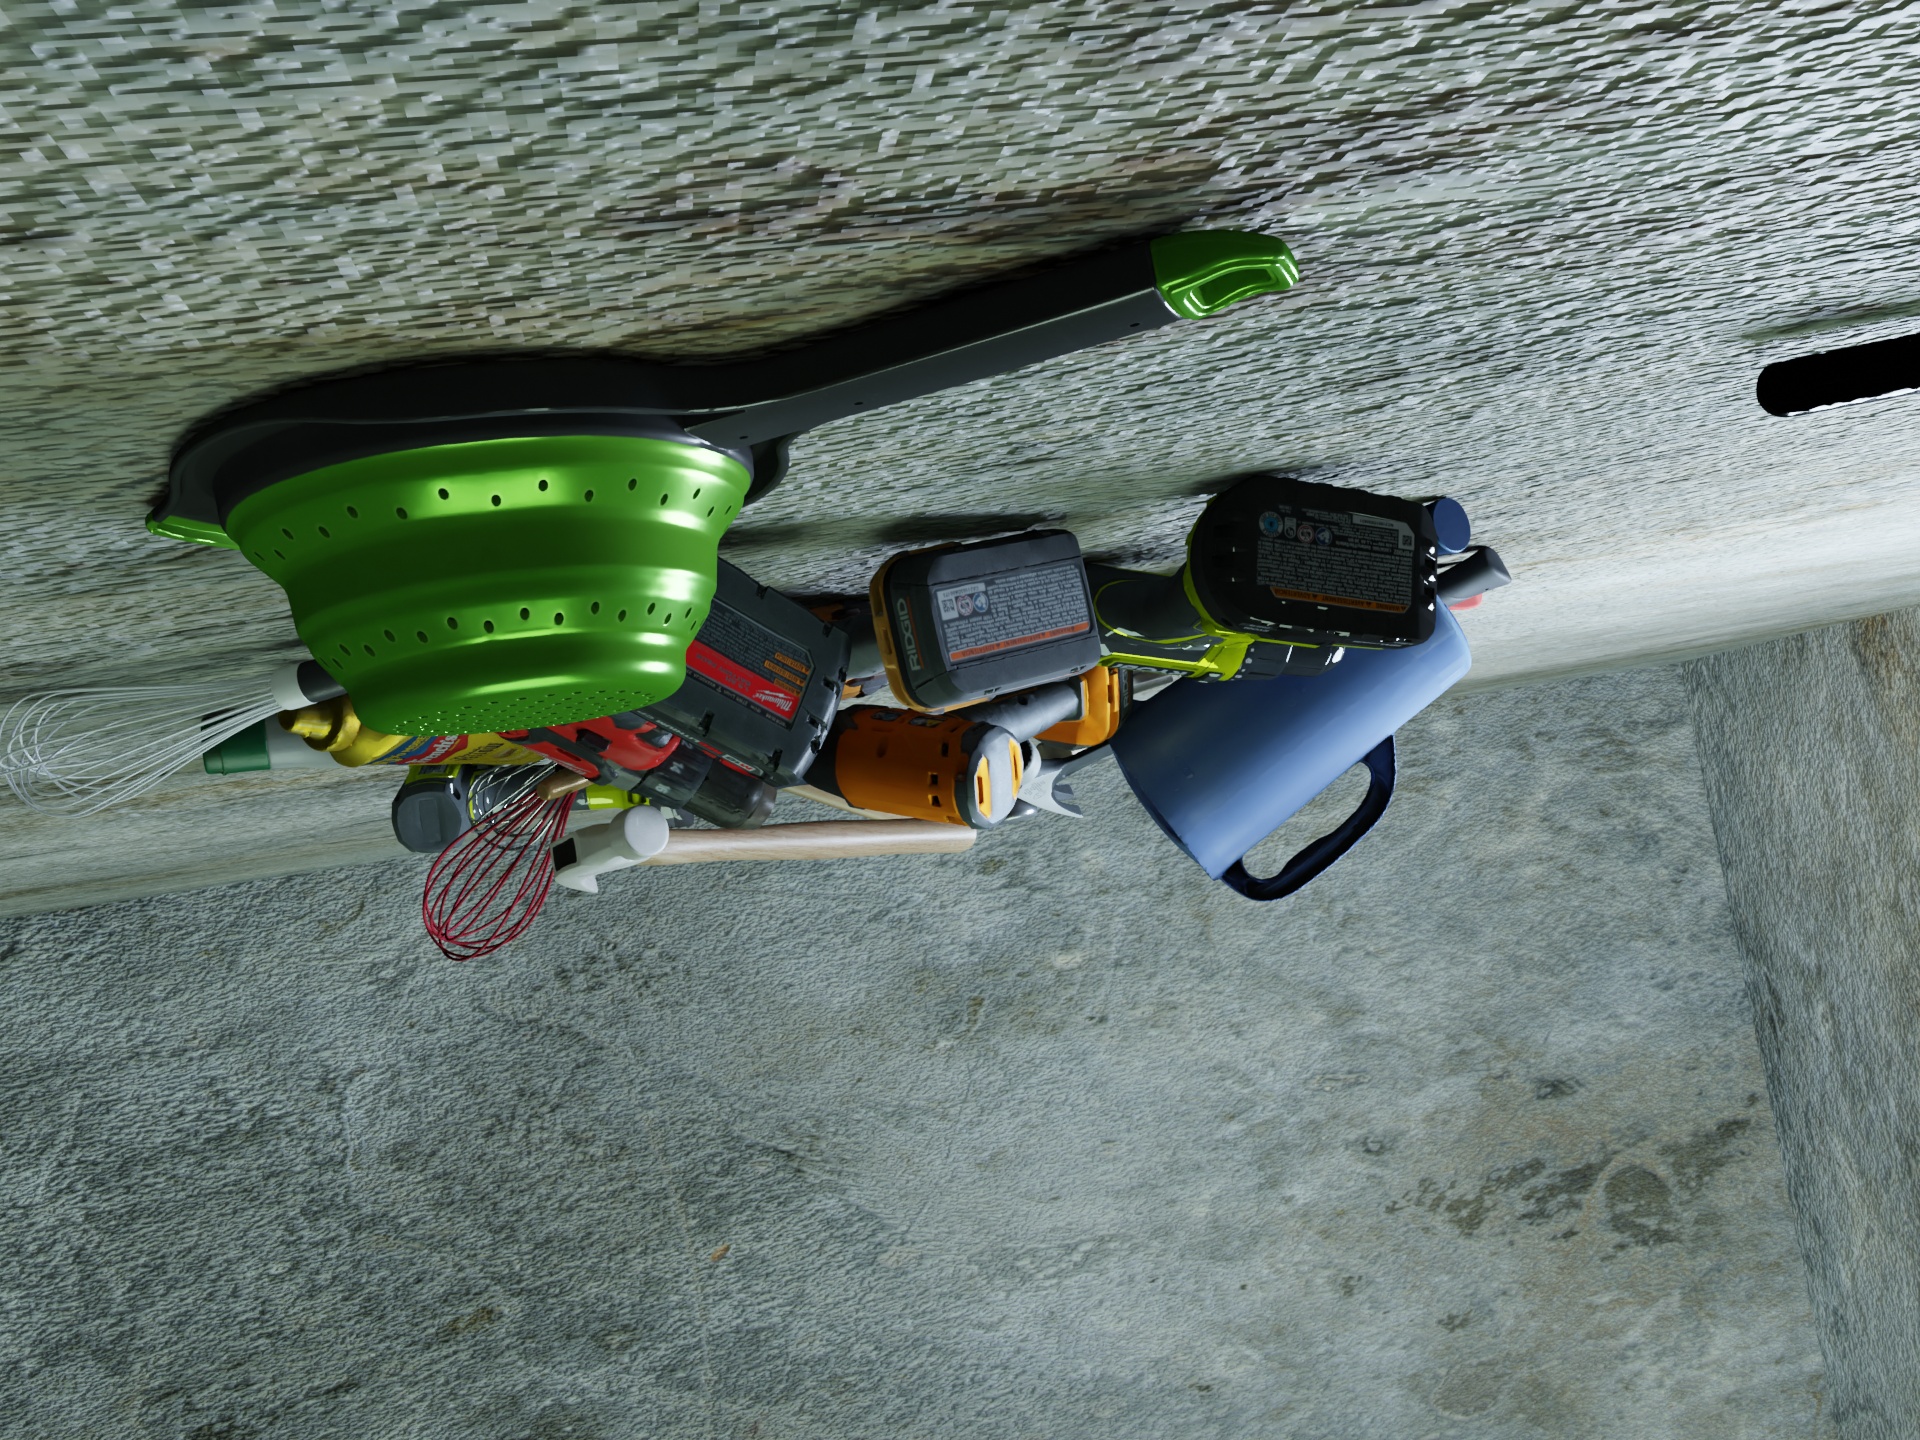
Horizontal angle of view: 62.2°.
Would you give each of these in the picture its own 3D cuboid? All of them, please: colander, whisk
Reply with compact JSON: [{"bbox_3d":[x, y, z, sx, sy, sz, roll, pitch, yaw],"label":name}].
[{"bbox_3d":[-0.082,-0.062,0.519,0.397,0.094,0.204,-11,175,22],"label":"colander"},{"bbox_3d":[-0.377,-0.011,0.831,0.284,0.070,0.070,-15,174,8],"label":"whisk"},{"bbox_3d":[-0.240,0.014,1.041,0.246,0.059,0.058,-34,-174,25],"label":"whisk"},{"bbox_3d":[-0.254,0.049,0.999,0.295,0.073,0.073,-49,157,23],"label":"whisk"}]

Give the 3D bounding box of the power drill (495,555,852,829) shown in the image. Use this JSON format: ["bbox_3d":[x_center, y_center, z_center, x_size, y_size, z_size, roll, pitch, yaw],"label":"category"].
[{"bbox_3d":[-0.143,-0.002,0.819,0.187,0.080,0.227,30,156,-25],"label":"power drill"}]

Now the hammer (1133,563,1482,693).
[{"bbox_3d":[0.277,-0.071,1.369,0.359,0.037,0.149,-16,-178,40],"label":"hammer"}]

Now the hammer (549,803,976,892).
[{"bbox_3d":[-0.117,0.080,1.045,0.331,0.031,0.130,1,164,-45],"label":"hammer"}]

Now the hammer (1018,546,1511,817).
[{"bbox_3d":[0.226,-0.030,1.217,0.409,0.036,0.149,-25,155,8],"label":"hammer"}]

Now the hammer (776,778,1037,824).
[{"bbox_3d":[-0.061,0.011,1.140,0.038,0.143,0.386,-19,170,29],"label":"hammer"}]

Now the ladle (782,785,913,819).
[{"bbox_3d":[-0.162,0.044,1.160,0.320,0.062,0.078,20,176,-20],"label":"ladle"}]

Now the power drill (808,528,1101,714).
[{"bbox_3d":[-0.020,-0.049,0.892,0.185,0.084,0.226,-15,-176,-38],"label":"power drill"}]

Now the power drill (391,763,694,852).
[{"bbox_3d":[-0.333,0.045,1.289,0.223,0.080,0.171,-6,-164,-8],"label":"power drill"}]

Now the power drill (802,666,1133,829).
[{"bbox_3d":[-0.002,-0.003,1.021,0.164,0.084,0.226,8,-157,31],"label":"power drill"}]

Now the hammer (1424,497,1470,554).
[{"bbox_3d":[0.153,-0.081,1.089,0.144,0.035,0.405,-5,173,-43],"label":"hammer"}]

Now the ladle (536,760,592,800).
[{"bbox_3d":[-0.151,-0.005,1.010,0.069,0.031,0.315,-41,173,36],"label":"ladle"}]

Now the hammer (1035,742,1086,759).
[{"bbox_3d":[0.198,-0.012,1.456,0.146,0.038,0.410,-18,-179,35],"label":"hammer"}]

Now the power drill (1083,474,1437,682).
[{"bbox_3d":[0.171,-0.066,0.909,0.190,0.080,0.228,6,171,-16],"label":"power drill"}]
